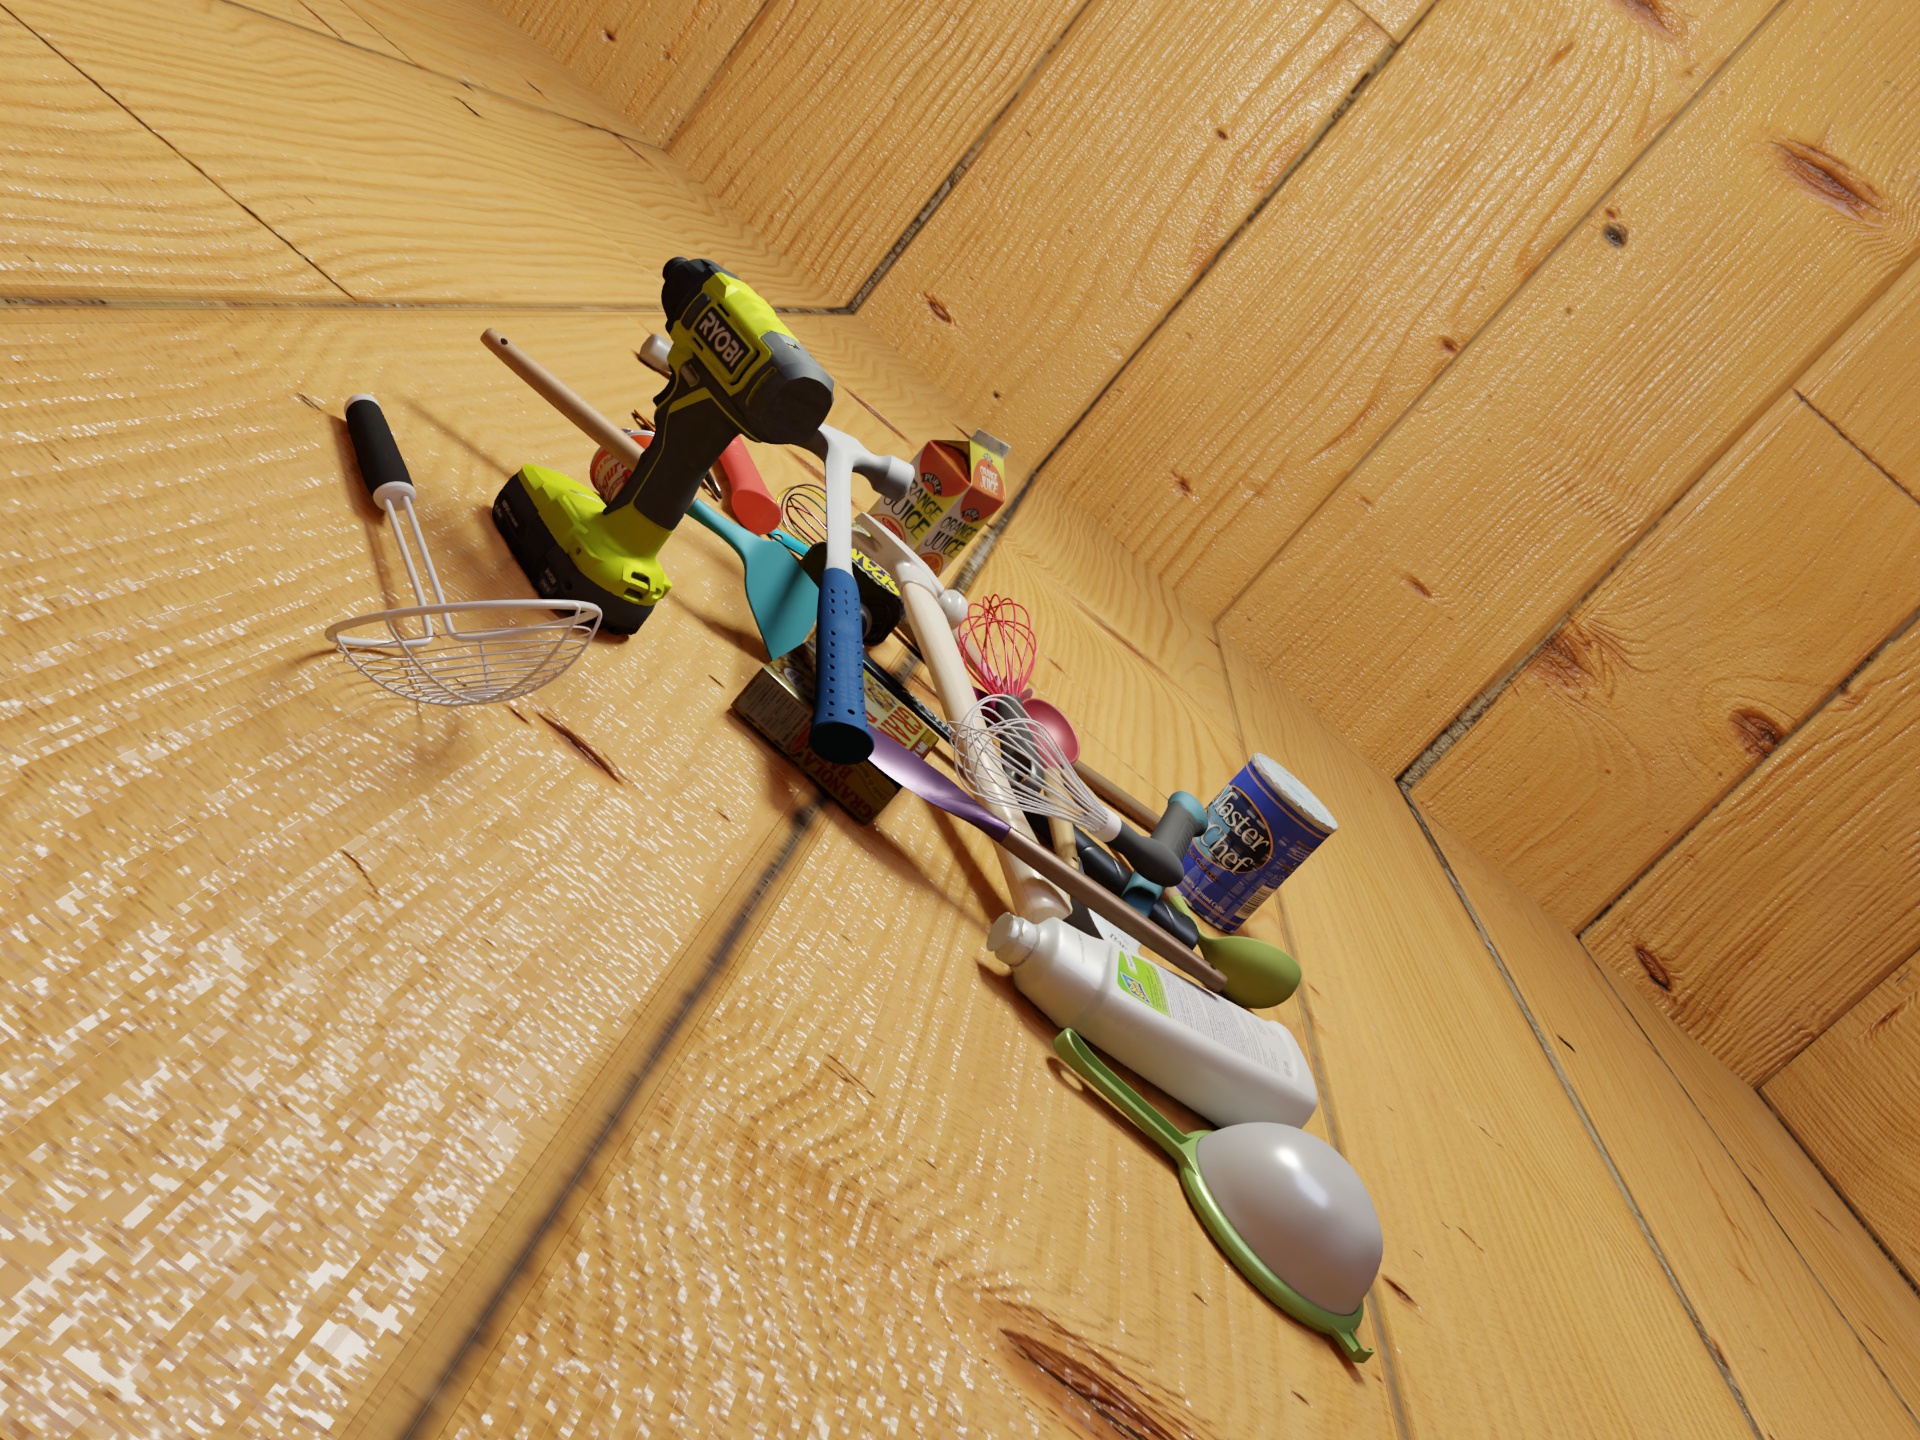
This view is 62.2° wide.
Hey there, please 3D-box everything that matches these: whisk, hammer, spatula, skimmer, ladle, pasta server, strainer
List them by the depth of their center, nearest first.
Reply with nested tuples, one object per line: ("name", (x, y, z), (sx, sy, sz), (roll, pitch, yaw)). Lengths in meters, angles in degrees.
("skimmer", (-0.294, -0.118, 0.860), (0.127, 0.090, 0.364), (-6, 38, -27))
("strainer", (0.171, 0.262, 0.979), (0.256, 0.069, 0.151), (42, 15, -4))
("spatula", (0.051, 0.093, 1.077), (0.316, 0.018, 0.060), (35, 19, -5))
("whisk", (0.086, 0.061, 1.146), (0.284, 0.070, 0.070), (35, 15, -43))
("spatula", (-0.223, -0.168, 1.161), (0.317, 0.044, 0.082), (41, 52, -16))
("hammer", (-0.094, -0.111, 1.164), (0.144, 0.035, 0.406), (24, 32, -21))
("hammer", (-0.002, -0.004, 1.217), (0.146, 0.038, 0.411), (39, 20, -41))
("ladle", (0.076, 0.054, 1.276), (0.069, 0.031, 0.316), (34, 16, -13))
("hammer", (0.154, 0.127, 1.278), (0.128, 0.033, 0.331), (46, 25, 1))
("hammer", (0.037, 0.053, 1.306), (0.409, 0.036, 0.149), (41, 16, -2))
("whisk", (0.039, -0.024, 1.345), (0.073, 0.073, 0.296), (34, 24, -24))
("ladle", (0.183, 0.135, 1.399), (0.320, 0.062, 0.078), (51, -10, 42))
("whisk", (-0.090, -0.131, 1.515), (0.245, 0.051, 0.047), (48, 37, 8))
("pasta server", (0.017, -0.068, 1.557), (0.060, 0.040, 0.317), (41, 7, -35))
("hammer", (-0.225, -0.274, 1.577), (0.149, 0.036, 0.359), (30, 18, -35))

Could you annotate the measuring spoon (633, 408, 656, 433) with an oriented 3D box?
("measuring spoon", (-0.273, -0.252, 1.452), (0.117, 0.011, 0.021), (48, 7, 35))

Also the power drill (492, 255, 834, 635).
("power drill", (-0.196, -0.181, 1.022), (0.080, 0.223, 0.171), (21, 25, -53))

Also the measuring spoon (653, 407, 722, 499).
("measuring spoon", (-0.254, -0.245, 1.466), (0.124, 0.018, 0.034), (55, -19, 26))

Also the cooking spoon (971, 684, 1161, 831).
("cooking spoon", (0.120, 0.052, 1.543), (0.318, 0.017, 0.069), (34, 14, -23))

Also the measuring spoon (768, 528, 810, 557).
("measuring spoon", (-0.130, -0.139, 1.477), (0.128, 0.021, 0.042), (32, 30, 0))
